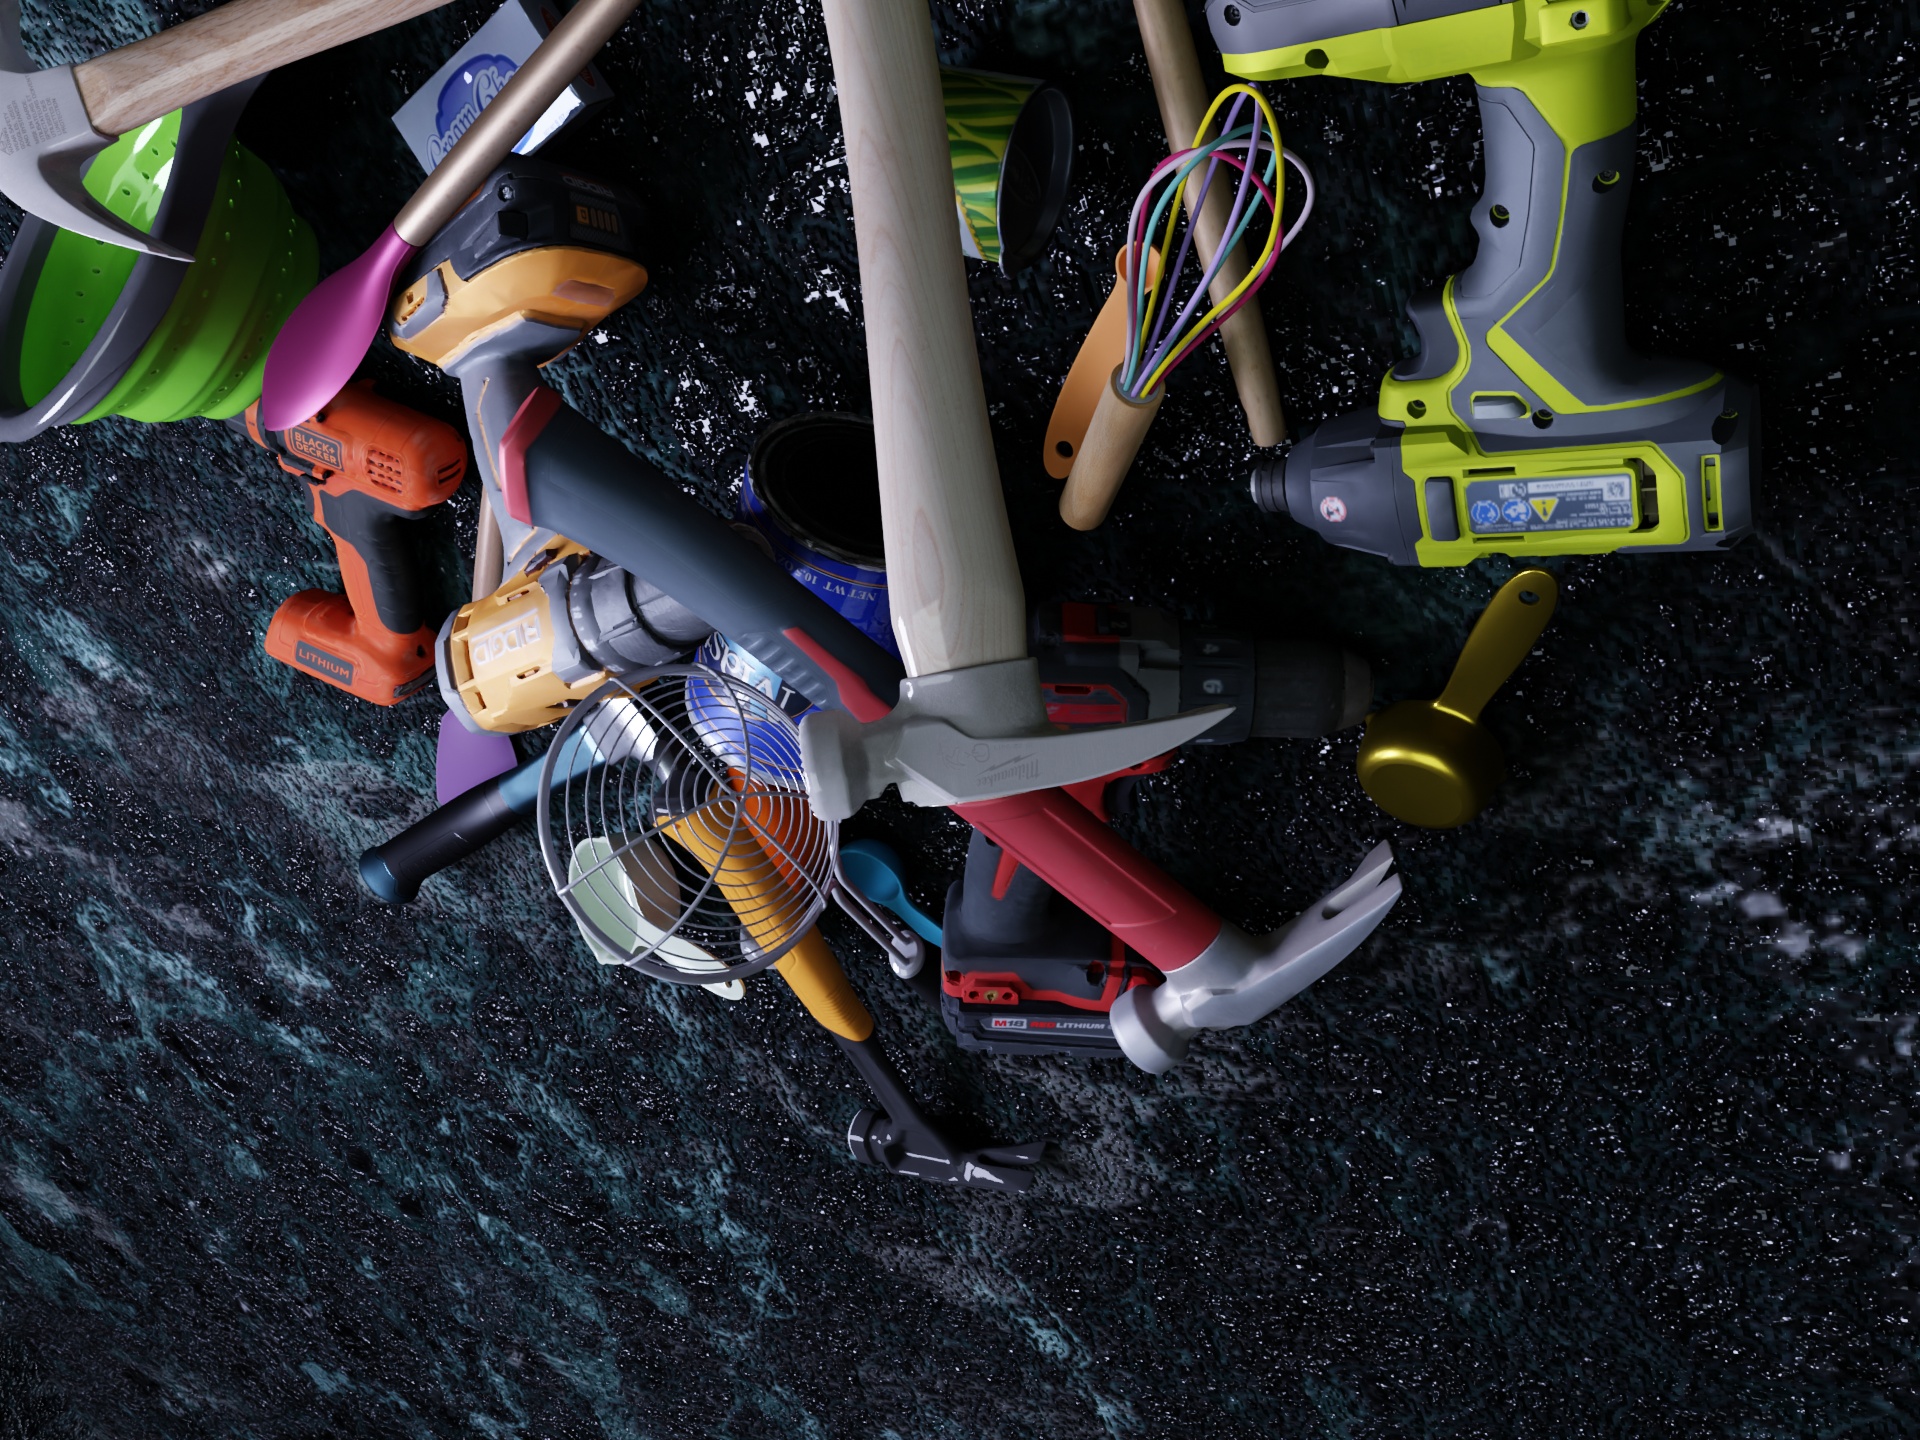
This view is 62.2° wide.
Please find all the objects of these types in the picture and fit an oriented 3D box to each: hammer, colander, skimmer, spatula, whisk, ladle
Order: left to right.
[{"bbox_3d":[-0.319,-0.255,0.732,0.397,0.205,0.094,-35,144,26],"label":"colander"},{"bbox_3d":[-0.238,-0.277,0.614,0.331,0.031,0.130,-16,97,11],"label":"hammer"},{"bbox_3d":[-0.270,-0.042,0.910,0.060,0.018,0.315,26,134,6],"label":"spatula"},{"bbox_3d":[-0.267,0.048,0.932,0.331,0.033,0.128,-26,94,41],"label":"hammer"},{"bbox_3d":[-0.069,0.090,0.737,0.090,0.127,0.363,1,157,16],"label":"skimmer"},{"bbox_3d":[-0.067,0.150,0.866,0.127,0.034,0.336,0,135,33],"label":"hammer"},{"bbox_3d":[-0.010,-0.178,0.530,0.146,0.038,0.410,-9,93,2],"label":"hammer"},{"bbox_3d":[-0.001,-0.002,0.607,0.386,0.038,0.143,39,116,-22],"label":"hammer"},{"bbox_3d":[0.058,-0.234,0.543,0.062,0.078,0.319,-15,121,13],"label":"ladle"},{"bbox_3d":[0.068,-0.128,0.564,0.047,0.051,0.245,44,159,9],"label":"whisk"}]

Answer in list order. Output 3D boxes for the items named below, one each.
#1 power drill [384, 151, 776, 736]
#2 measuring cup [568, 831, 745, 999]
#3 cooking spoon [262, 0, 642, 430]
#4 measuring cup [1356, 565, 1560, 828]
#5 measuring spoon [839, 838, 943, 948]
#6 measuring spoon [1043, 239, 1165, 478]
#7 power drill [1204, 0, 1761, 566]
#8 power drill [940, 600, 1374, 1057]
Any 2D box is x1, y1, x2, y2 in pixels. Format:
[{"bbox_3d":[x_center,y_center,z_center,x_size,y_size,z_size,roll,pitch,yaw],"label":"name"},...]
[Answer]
[{"bbox_3d":[-0.163,-0.119,0.676,0.185,0.084,0.226,-16,81,39],"label":"power drill"},{"bbox_3d":[-0.165,0.117,0.914,0.168,0.038,0.083,24,116,39],"label":"measuring cup"},{"bbox_3d":[-0.212,-0.216,0.650,0.319,0.017,0.069,-30,60,34],"label":"cooking spoon"},{"bbox_3d":[0.193,-0.005,0.611,0.062,0.029,0.156,26,152,12],"label":"measuring cup"},{"bbox_3d":[-0.015,0.105,0.865,0.128,0.021,0.042,42,142,-14],"label":"measuring spoon"},{"bbox_3d":[0.057,-0.144,0.641,0.021,0.011,0.116,31,137,8],"label":"measuring spoon"},{"bbox_3d":[0.163,-0.155,0.521,0.171,0.080,0.223,1,126,31],"label":"power drill"},{"bbox_3d":[0.074,0.047,0.705,0.188,0.080,0.226,2,128,1],"label":"power drill"}]
